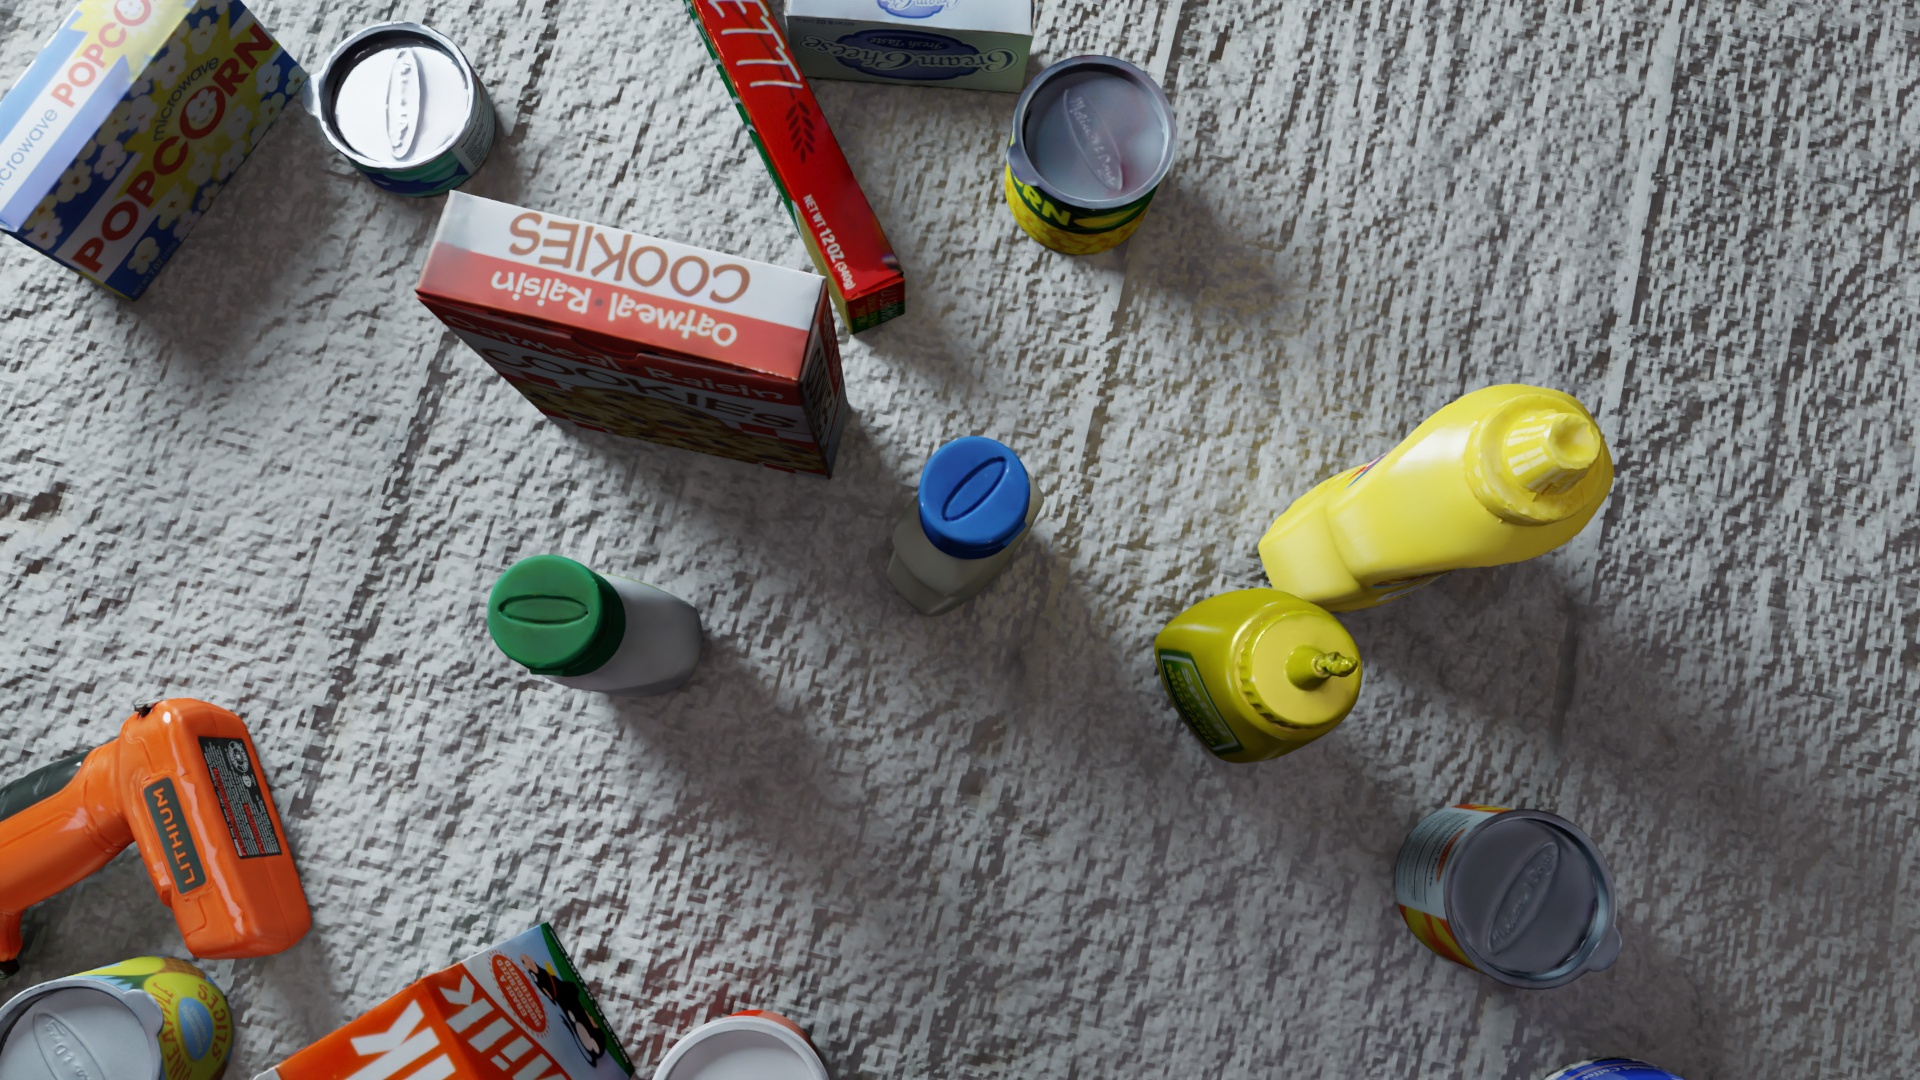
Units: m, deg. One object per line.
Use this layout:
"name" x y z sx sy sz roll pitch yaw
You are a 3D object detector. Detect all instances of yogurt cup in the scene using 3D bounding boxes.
"yogurt cup" -0.081 0.211 0.525 0.072 0.054 0.072 0 81 -2

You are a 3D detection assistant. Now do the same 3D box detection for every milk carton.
"milk carton" -0.173 0.185 0.456 0.073 0.190 0.072 -32 84 -6

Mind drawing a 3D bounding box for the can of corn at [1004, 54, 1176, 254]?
"can of corn" 0.051 -0.160 0.587 0.071 0.058 0.071 0 81 -2

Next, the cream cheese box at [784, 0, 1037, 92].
"cream cheese box" -0.021 -0.218 0.595 0.104 0.053 0.024 3 82 -2

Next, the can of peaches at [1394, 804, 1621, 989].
"can of peaches" 0.214 0.140 0.547 0.071 0.058 0.071 0 81 -2

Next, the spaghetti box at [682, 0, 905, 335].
"spaghetti box" -0.089 -0.206 0.592 0.029 0.050 0.250 -26 83 -6

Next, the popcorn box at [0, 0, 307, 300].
"popcorn box" -0.330 -0.167 0.557 0.038 0.085 0.127 31 81 2

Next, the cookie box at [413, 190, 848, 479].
"cookie box" -0.108 -0.066 0.510 0.123 0.167 0.040 12 81 -1

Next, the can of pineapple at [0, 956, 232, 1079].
"can of pineapple" -0.314 0.191 0.516 0.071 0.058 0.071 0 81 -2

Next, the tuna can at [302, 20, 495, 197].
"tuna can" -0.237 -0.182 0.590 0.071 0.033 0.071 0 81 -2

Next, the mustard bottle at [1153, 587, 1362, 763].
"mustard bottle" 0.111 0.048 0.505 0.049 0.160 0.065 -29 84 -6

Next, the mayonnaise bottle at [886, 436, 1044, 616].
"mayonnaise bottle" 0.002 -0.006 0.515 0.041 0.148 0.065 44 82 4

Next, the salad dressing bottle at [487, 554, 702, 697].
"salad dressing bottle" -0.132 0.033 0.503 0.064 0.147 0.044 3 82 -2
